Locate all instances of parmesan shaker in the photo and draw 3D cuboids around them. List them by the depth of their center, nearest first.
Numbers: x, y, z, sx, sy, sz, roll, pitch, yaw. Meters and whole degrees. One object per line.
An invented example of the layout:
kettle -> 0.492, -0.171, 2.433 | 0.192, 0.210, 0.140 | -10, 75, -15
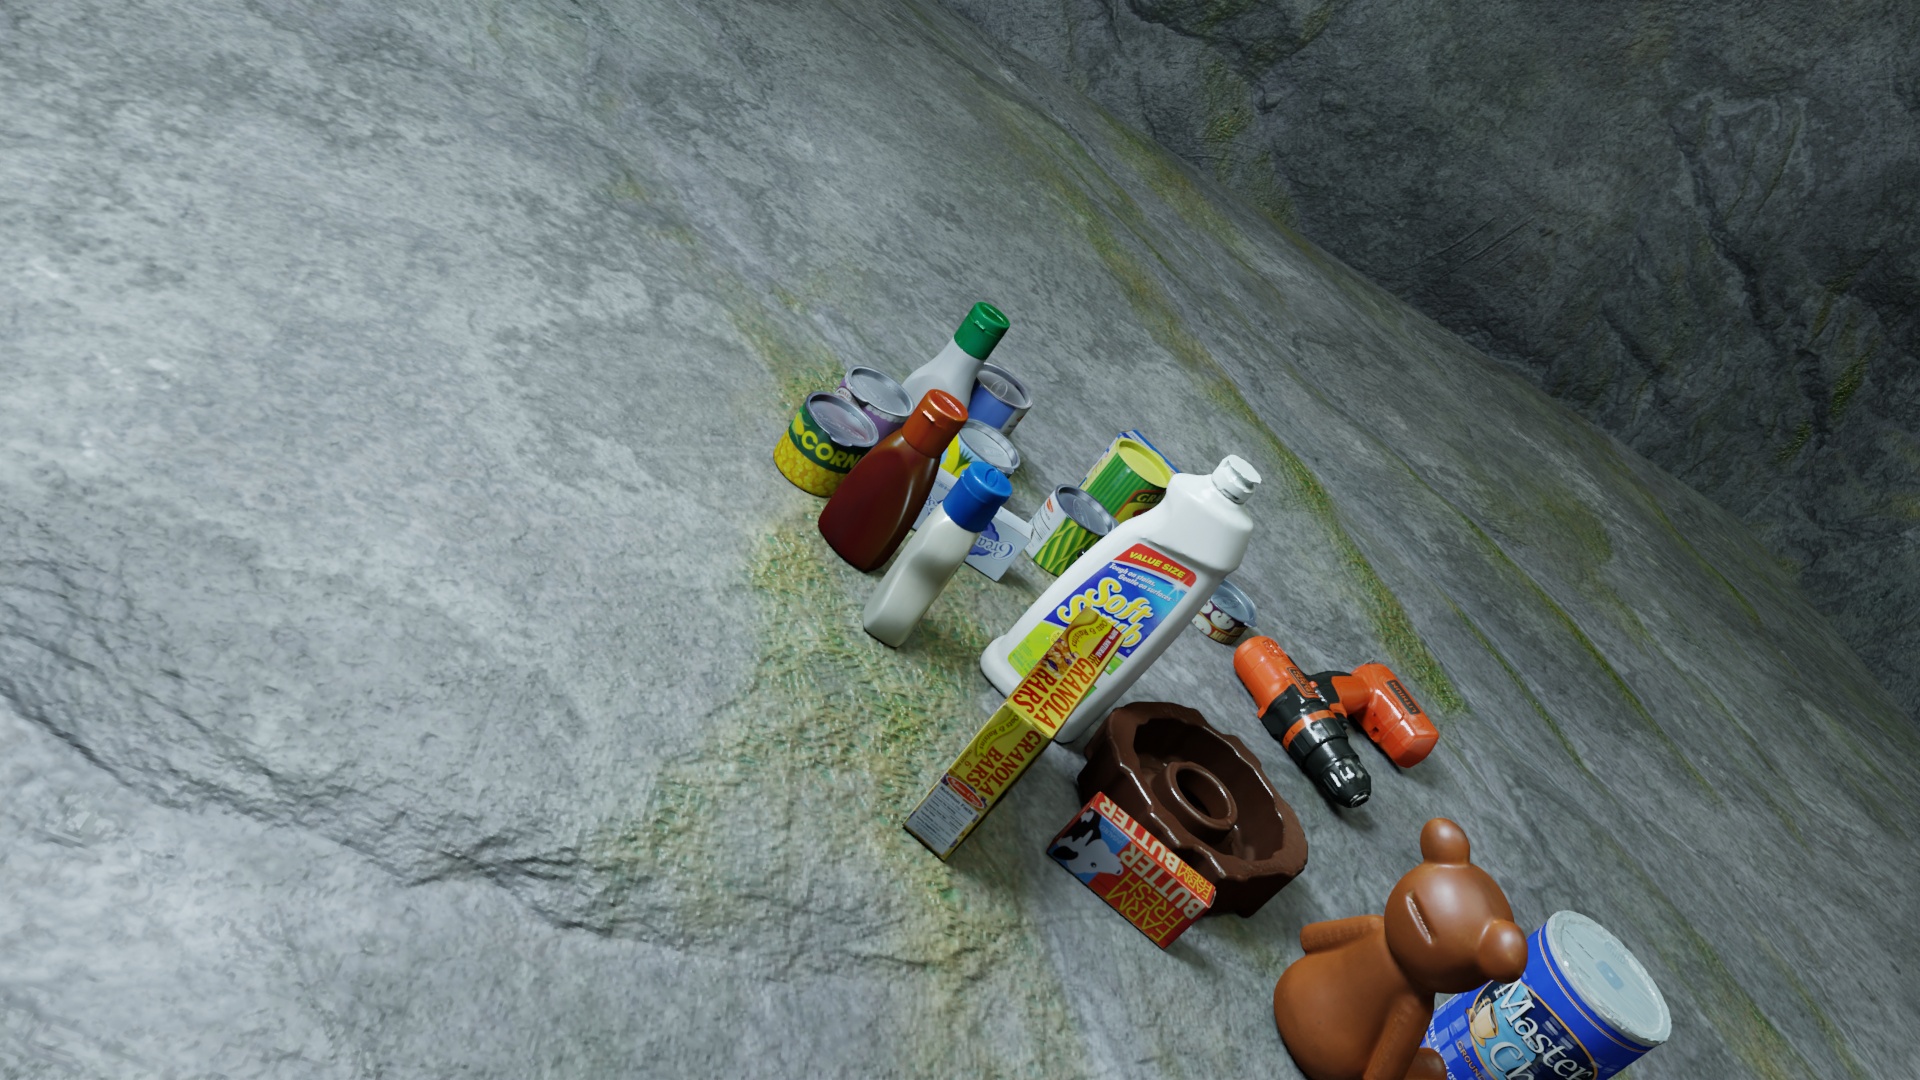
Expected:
parmesan shaker -> 0.143, -0.036, 1.295 | 0.071, 0.102, 0.072 | 28, 29, -17

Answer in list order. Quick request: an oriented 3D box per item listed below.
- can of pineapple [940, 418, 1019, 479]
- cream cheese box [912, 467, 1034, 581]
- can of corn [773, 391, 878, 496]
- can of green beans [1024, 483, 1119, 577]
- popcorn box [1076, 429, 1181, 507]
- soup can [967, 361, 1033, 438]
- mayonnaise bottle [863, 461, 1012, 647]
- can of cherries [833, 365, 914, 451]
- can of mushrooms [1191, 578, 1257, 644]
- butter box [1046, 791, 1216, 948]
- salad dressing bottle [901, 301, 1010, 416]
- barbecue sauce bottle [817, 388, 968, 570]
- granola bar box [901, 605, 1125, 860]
can of pineapple -> 0.010, -0.065, 1.237 | 0.071, 0.057, 0.071 | 28, 30, -17
cream cheese box -> 0.004, -0.015, 1.160 | 0.104, 0.053, 0.024 | 32, 28, -8
can of corn -> -0.109, -0.076, 1.119 | 0.071, 0.058, 0.071 | 28, 30, -17
can of green beans -> 0.096, -0.008, 1.248 | 0.071, 0.057, 0.071 | 28, 30, -17
popcorn box -> 0.182, -0.036, 1.356 | 0.127, 0.085, 0.038 | 46, 29, 17
soup can -> 0.015, -0.116, 1.291 | 0.071, 0.083, 0.072 | 28, 29, -17
mayonnaise bottle -> -0.017, 0.008, 1.003 | 0.041, 0.147, 0.065 | 33, 28, -7
can of cherries -> -0.084, -0.108, 1.195 | 0.071, 0.058, 0.072 | 28, 30, -17
can of mushrooms -> 0.250, 0.067, 1.333 | 0.071, 0.033, 0.071 | 27, 30, -17
butter box -> 0.115, 0.221, 0.932 | 0.103, 0.053, 0.024 | 39, 28, 4
salad dressing bottle -> -0.010, -0.145, 1.239 | 0.064, 0.147, 0.044 | 41, 28, 7
barbecue sauce bottle -> -0.048, -0.048, 1.051 | 0.065, 0.148, 0.044 | 46, 29, 16
granola bar box -> 0.039, 0.124, 0.918 | 0.039, 0.123, 0.166 | 40, 28, 6
